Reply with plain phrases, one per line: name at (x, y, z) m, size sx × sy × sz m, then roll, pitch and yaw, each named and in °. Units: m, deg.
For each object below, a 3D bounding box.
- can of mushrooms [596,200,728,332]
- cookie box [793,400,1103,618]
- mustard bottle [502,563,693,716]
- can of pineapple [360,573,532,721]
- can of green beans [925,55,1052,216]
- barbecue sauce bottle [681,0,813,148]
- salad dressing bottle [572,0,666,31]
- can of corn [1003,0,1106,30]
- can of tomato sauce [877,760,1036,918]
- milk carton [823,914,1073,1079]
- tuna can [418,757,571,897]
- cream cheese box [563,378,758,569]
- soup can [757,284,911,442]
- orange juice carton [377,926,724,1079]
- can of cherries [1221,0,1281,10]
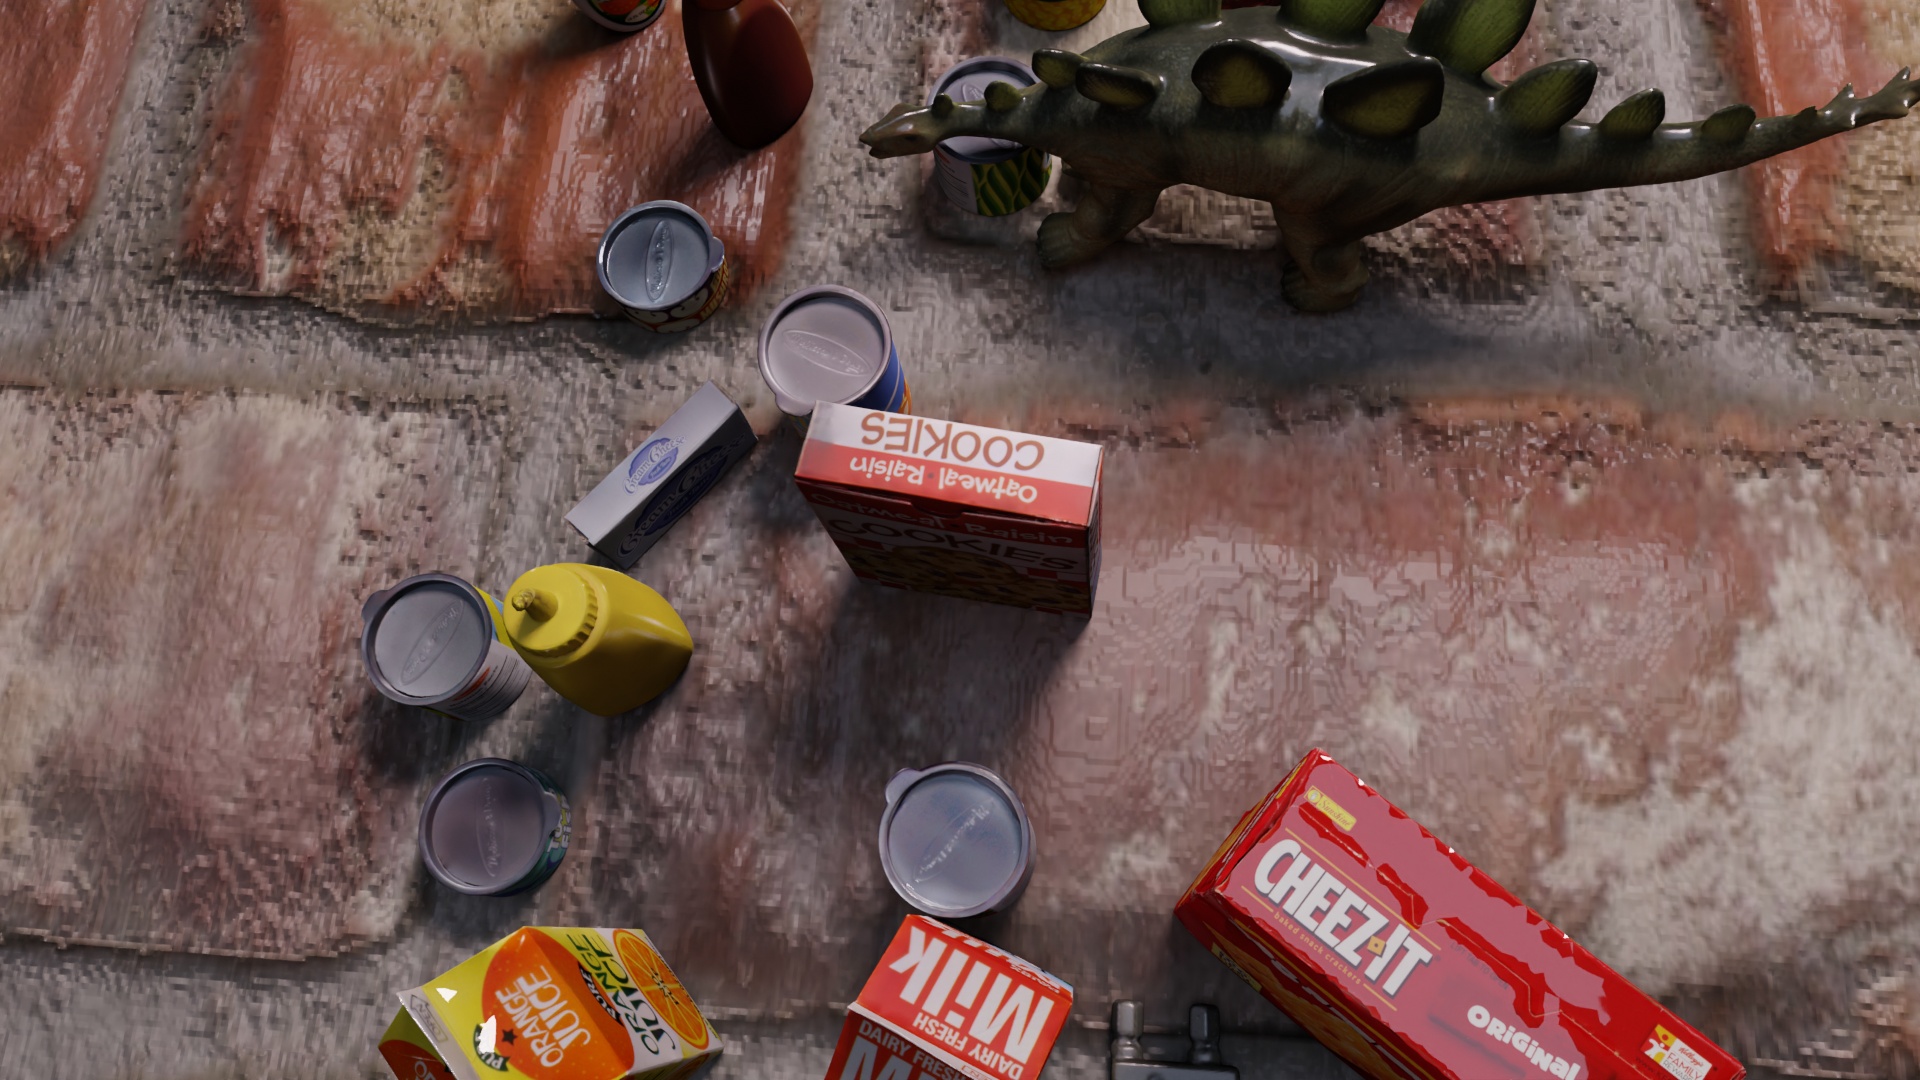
can of mushrooms at (-0.161, -0.150, 0.767) m, size 0.071 × 0.033 × 0.071 m, roll -1°, pitch 73°, yaw 5°
cookie box at (0.002, -0.008, 0.639) m, size 0.123 × 0.167 × 0.040 m, roll 9°, pitch 75°, yaw 8°
mustard bottle at (-0.173, 0.041, 0.644) m, size 0.065 × 0.160 × 0.049 m, roll -40°, pitch 74°, yaw -6°
can of pineapple at (-0.258, 0.054, 0.702) m, size 0.071 × 0.057 × 0.071 m, roll -1°, pitch 73°, yaw 5°
can of green beans at (0.017, -0.220, 0.759) m, size 0.071 × 0.057 × 0.071 m, roll -1°, pitch 73°, yaw 5°
barbecue sauce bottle at (-0.120, -0.274, 0.740) m, size 0.044 × 0.148 × 0.065 m, roll 39°, pitch 81°, yaw 14°
salad dressing bottle at (-0.206, -0.346, 0.770) m, size 0.064 × 0.147 × 0.044 m, roll -38°, pitch 74°, yaw -6°
can of corn at (0.051, -0.334, 0.790) m, size 0.071 × 0.058 × 0.071 m, roll -1°, pitch 73°, yaw 5°
can of tomato sauce at (-0.001, 0.139, 0.639) m, size 0.071 × 0.083 × 0.071 m, roll -1°, pitch 74°, yaw 5°
milk carton at (-0.001, 0.201, 0.564) m, size 0.072 × 0.190 × 0.073 m, roll 25°, pitch 78°, yaw 12°
tuna can at (-0.226, 0.141, 0.685) m, size 0.071 × 0.032 × 0.071 m, roll -1°, pitch 73°, yaw 5°
cream cheese box at (-0.153, -0.033, 0.720) m, size 0.024 × 0.053 × 0.104 m, roll 43°, pitch 81°, yaw 15°
soup can at (-0.064, -0.081, 0.711) m, size 0.071 × 0.083 × 0.071 m, roll -1°, pitch 74°, yaw 5°
orange juice carton at (-0.169, 0.211, 0.575) m, size 0.073 × 0.192 × 0.072 m, roll -40°, pitch 74°, yaw -6°
can of cherries at (0.164, -0.338, 0.781) m, size 0.071 × 0.058 × 0.071 m, roll -1°, pitch 73°, yaw 5°
